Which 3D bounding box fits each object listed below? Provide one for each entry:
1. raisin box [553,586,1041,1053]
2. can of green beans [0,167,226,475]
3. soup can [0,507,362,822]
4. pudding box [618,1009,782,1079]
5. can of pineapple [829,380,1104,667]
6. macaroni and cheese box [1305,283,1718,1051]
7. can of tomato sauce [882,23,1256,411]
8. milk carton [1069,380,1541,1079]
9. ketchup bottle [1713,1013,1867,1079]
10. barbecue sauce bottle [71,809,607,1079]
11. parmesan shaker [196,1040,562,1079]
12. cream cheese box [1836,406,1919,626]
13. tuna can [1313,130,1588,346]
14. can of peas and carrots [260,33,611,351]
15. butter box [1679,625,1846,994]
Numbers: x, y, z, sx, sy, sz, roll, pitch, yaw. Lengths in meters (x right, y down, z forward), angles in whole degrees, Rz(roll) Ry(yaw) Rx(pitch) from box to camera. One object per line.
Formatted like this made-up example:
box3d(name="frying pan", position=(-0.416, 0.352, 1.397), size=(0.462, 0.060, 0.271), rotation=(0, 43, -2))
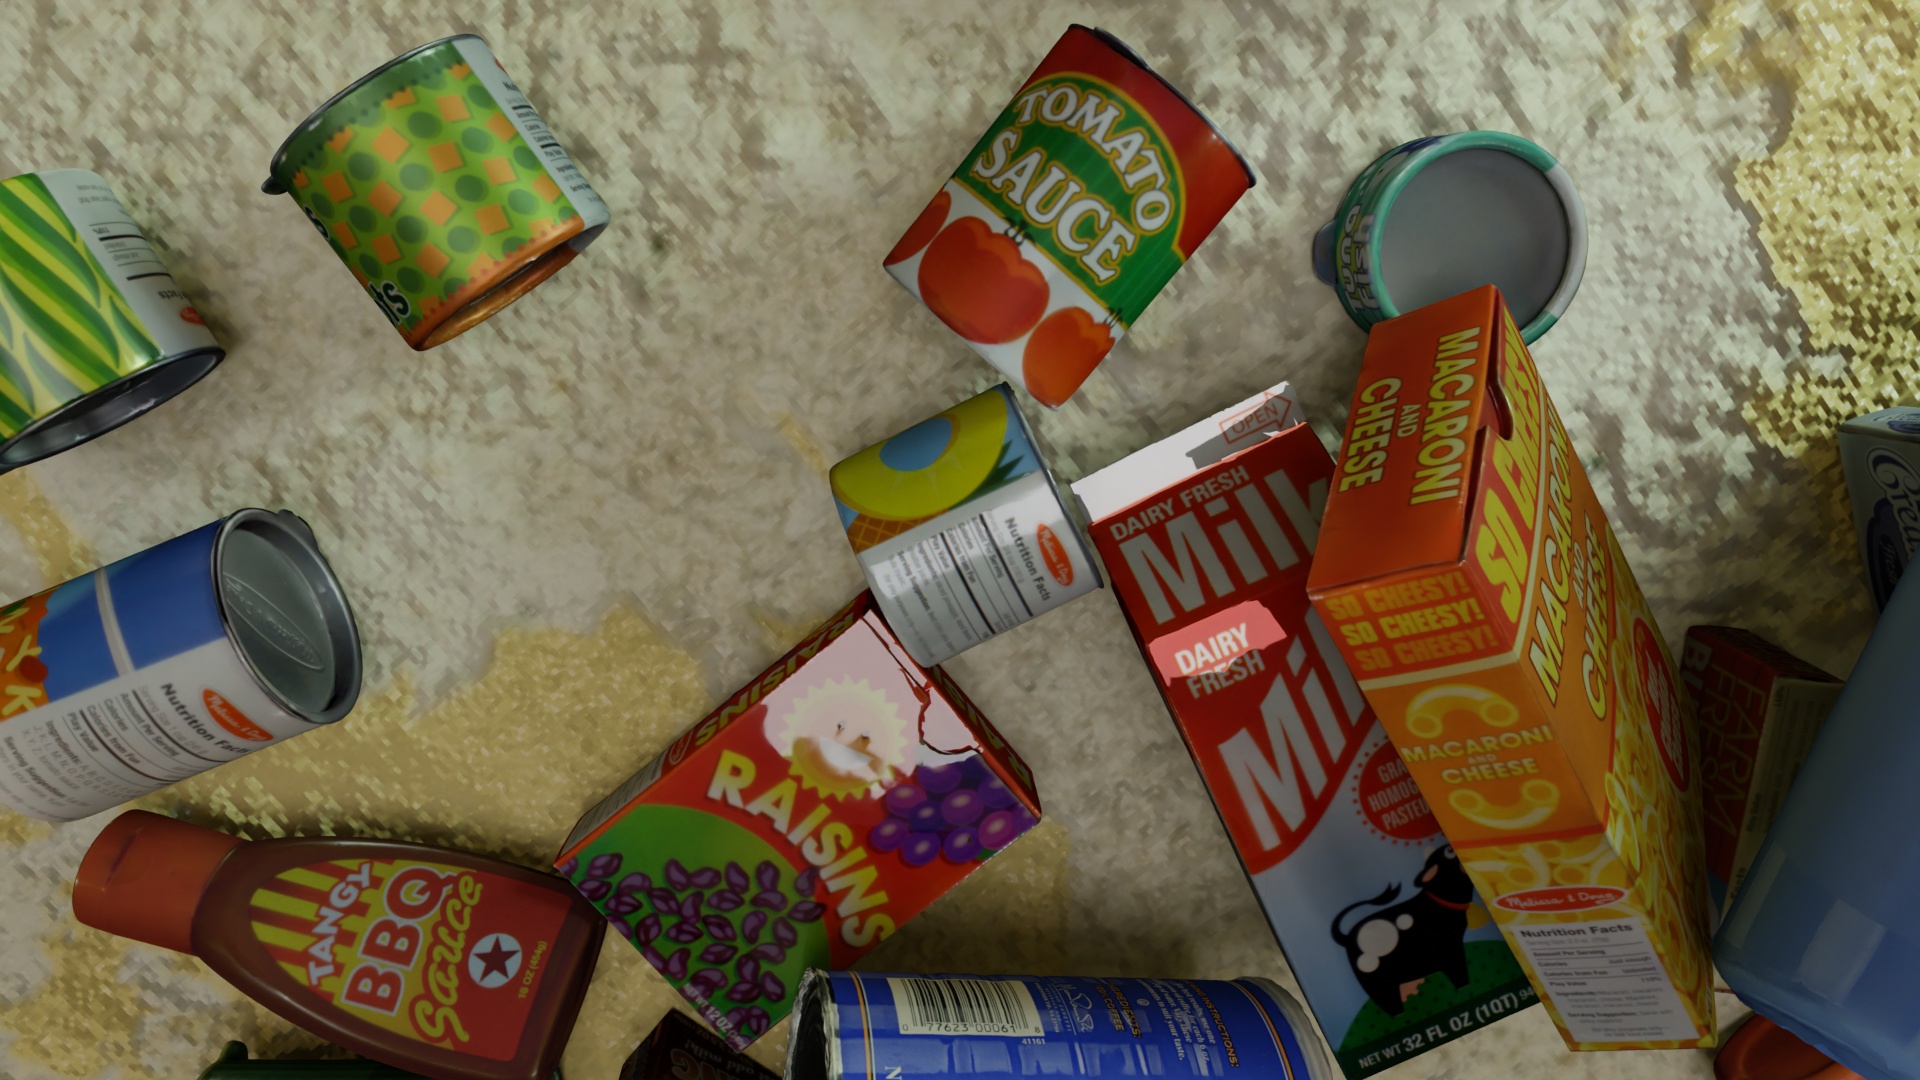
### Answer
box3d(name="raisin box", position=(-0.049, 0.086, 0.431), size=(0.123, 0.040, 0.086), rotation=(-39, 100, 5))
box3d(name="can of green beans", position=(-0.248, -0.060, 0.377), size=(0.071, 0.071, 0.057), rotation=(-30, 101, 4))
box3d(name="soup can", position=(-0.229, 0.034, 0.401), size=(0.084, 0.071, 0.071), rotation=(-21, 102, 3))
box3d(name="pudding box", position=(-0.071, 0.195, 0.448), size=(0.083, 0.050, 0.030), rotation=(36, 97, -9))
box3d(name="can of pineapple", position=(0.001, -0.005, 0.402), size=(0.058, 0.071, 0.071), rotation=(-25, 102, 4))
box3d(name="macaroni and cheese box", position=(0.154, 0.033, 0.372), size=(0.040, 0.124, 0.166), rotation=(-18, 118, 35))
box3d(name="can of tomato sauce", position=(0.028, -0.087, 0.382), size=(0.071, 0.071, 0.083), rotation=(39, 99, -10))
box3d(name="milk carton", position=(0.102, 0.053, 0.413), size=(0.072, 0.073, 0.190), rotation=(-26, 102, 4))
box3d(name="ketchup bottle", position=(0.321, 0.223, 0.475), size=(0.064, 0.043, 0.148), rotation=(-34, 102, 5))
box3d(name="barbecue sauce bottle", position=(-0.189, 0.119, 0.425), size=(0.148, 0.043, 0.065), rotation=(15, 61, 0))
box3d(name="parmesan shaker", position=(-0.183, 0.194, 0.436), size=(0.103, 0.071, 0.071), rotation=(0, 102, -3))
box3d(name="cream cheese box", position=(0.304, 0.012, 0.424), size=(0.024, 0.053, 0.103), rotation=(-20, 103, -2))
box3d(name="tuna can", position=(0.143, -0.085, 0.406), size=(0.071, 0.033, 0.071), rotation=(-1, 102, -3))
box3d(name="can of peas and carrots", position=(-0.140, -0.091, 0.375), size=(0.071, 0.071, 0.058), rotation=(-35, 102, 5))
box3d(name="butter box", position=(0.243, 0.083, 0.437), size=(0.024, 0.053, 0.103), rotation=(5, 101, -1))
